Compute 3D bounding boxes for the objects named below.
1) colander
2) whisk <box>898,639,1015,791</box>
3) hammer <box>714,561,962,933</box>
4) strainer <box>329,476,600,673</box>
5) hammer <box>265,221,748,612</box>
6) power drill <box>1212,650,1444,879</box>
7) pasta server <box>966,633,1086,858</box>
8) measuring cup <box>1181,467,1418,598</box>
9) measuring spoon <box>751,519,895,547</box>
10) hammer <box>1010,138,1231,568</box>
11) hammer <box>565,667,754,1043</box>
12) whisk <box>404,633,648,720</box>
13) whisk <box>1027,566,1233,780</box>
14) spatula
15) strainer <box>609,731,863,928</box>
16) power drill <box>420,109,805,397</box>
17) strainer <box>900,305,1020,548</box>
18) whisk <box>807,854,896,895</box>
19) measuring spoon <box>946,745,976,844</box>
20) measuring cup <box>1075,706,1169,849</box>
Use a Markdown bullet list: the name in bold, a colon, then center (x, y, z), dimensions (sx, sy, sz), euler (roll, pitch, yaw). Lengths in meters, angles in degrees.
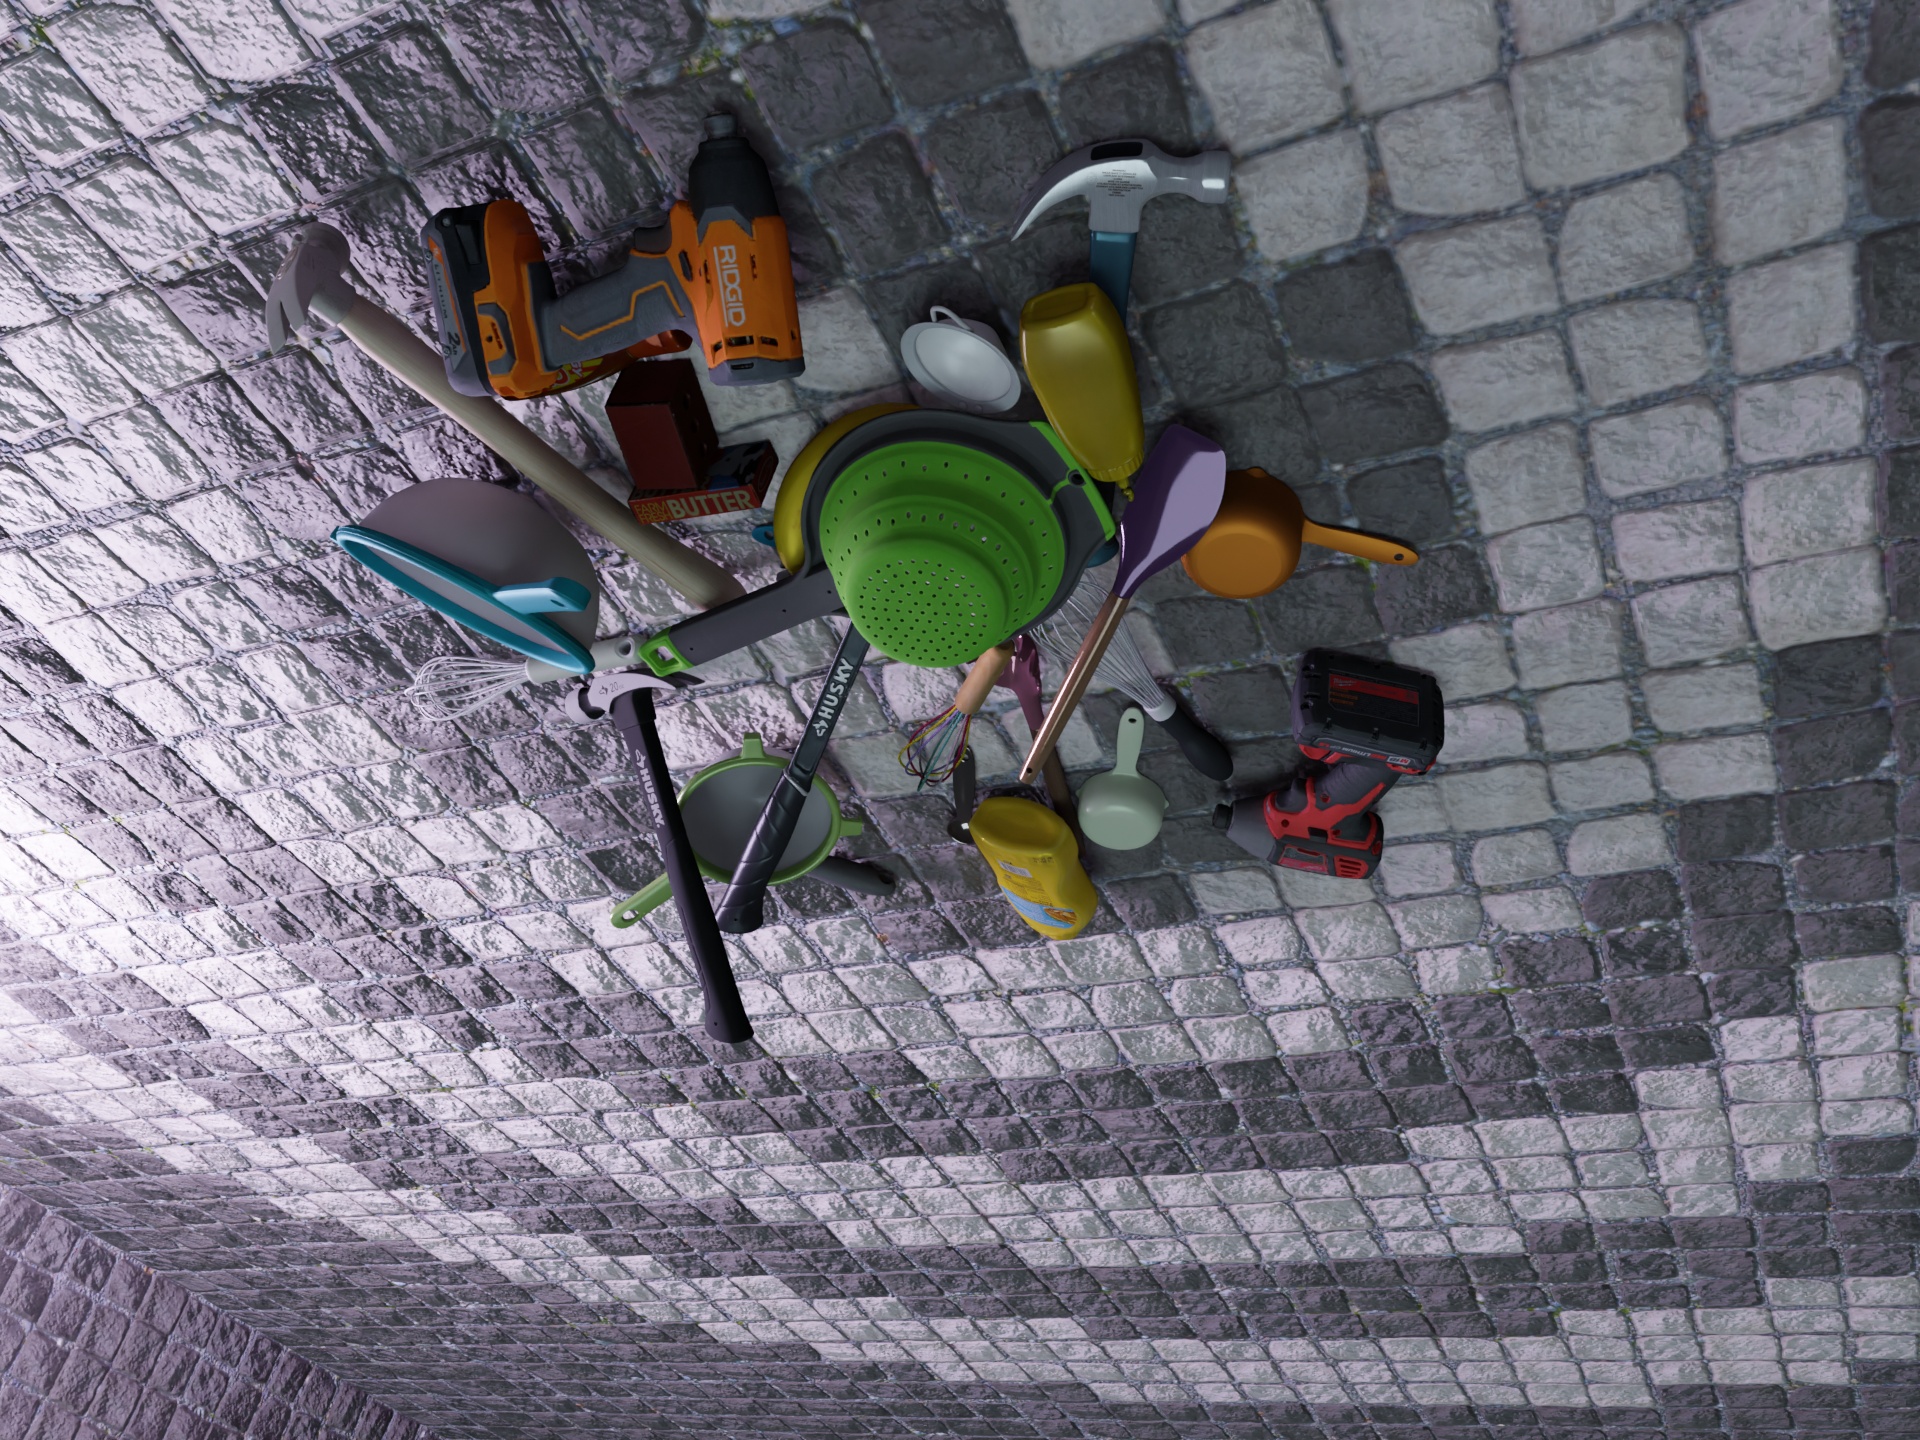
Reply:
- **colander**: center (-0.086, -0.080, 1.135), dimensions (0.397, 0.095, 0.204), euler (-19, 126, 28)
- **whisk**: center (-0.004, -0.004, 1.294), dimensions (0.047, 0.051, 0.245), euler (36, 149, 2)
- **hammer**: center (-0.137, 0.036, 1.338), dimensions (0.149, 0.036, 0.408), euler (21, 124, -9)
- **strainer**: center (-0.322, -0.121, 1.160), dimensions (0.210, 0.095, 0.340), euler (33, 166, -30)
- **hammer**: center (-0.305, -0.183, 1.139), dimensions (0.038, 0.146, 0.410), euler (-38, 127, 18)
- **power drill**: center (0.295, 0.047, 1.292), dimensions (0.143, 0.079, 0.219), euler (12, 142, 1)
- **pasta server**: center (0.067, 0.026, 1.348), dimensions (0.060, 0.040, 0.315), euler (12, 144, 28)
- **measuring cup**: center (0.240, -0.118, 1.128), dimensions (0.173, 0.052, 0.095), euler (13, 139, 2)
- **measuring spoon**: center (-0.100, -0.143, 1.216), dimensions (0.129, 0.021, 0.042), euler (6, 129, 21)
- **hammer**: center (0.095, -0.227, 1.055), dimensions (0.128, 0.033, 0.330), euler (6, 139, 5)
- **hammer**: center (-0.238, 0.115, 1.364), dimensions (0.146, 0.035, 0.335), euler (-17, 91, 38)
- **whisk**: center (-0.375, -0.042, 1.378), dimensions (0.246, 0.058, 0.059), euler (-10, 169, 19)
- **whisk**: center (0.140, -0.030, 1.258), dimensions (0.070, 0.070, 0.284), euler (-20, 135, 32)
- **spatula**: center (0.109, -0.071, 1.154), dimensions (0.060, 0.018, 0.315), euler (30, 124, 6)
- **strainer**: center (-0.224, 0.103, 1.450), dimensions (0.256, 0.069, 0.151), euler (-35, 124, 19)
- **power drill**: center (-0.217, -0.289, 1.005), dimensions (0.226, 0.084, 0.164), euler (-2, 107, 12)
- **strainer**: center (0.012, -0.199, 1.104), dimensions (0.087, 0.050, 0.258), euler (18, 149, 20)
- **whisk**: center (-0.173, 0.126, 1.519), dimensions (0.239, 0.055, 0.055), euler (19, 139, -15)
- **measuring spoon**: center (0.005, 0.064, 1.429), dimensions (0.034, 0.018, 0.124), euler (10, 133, 12)
- **measuring cup**: center (0.140, 0.054, 1.360), dimensions (0.083, 0.038, 0.167), euler (7, 141, 6)
